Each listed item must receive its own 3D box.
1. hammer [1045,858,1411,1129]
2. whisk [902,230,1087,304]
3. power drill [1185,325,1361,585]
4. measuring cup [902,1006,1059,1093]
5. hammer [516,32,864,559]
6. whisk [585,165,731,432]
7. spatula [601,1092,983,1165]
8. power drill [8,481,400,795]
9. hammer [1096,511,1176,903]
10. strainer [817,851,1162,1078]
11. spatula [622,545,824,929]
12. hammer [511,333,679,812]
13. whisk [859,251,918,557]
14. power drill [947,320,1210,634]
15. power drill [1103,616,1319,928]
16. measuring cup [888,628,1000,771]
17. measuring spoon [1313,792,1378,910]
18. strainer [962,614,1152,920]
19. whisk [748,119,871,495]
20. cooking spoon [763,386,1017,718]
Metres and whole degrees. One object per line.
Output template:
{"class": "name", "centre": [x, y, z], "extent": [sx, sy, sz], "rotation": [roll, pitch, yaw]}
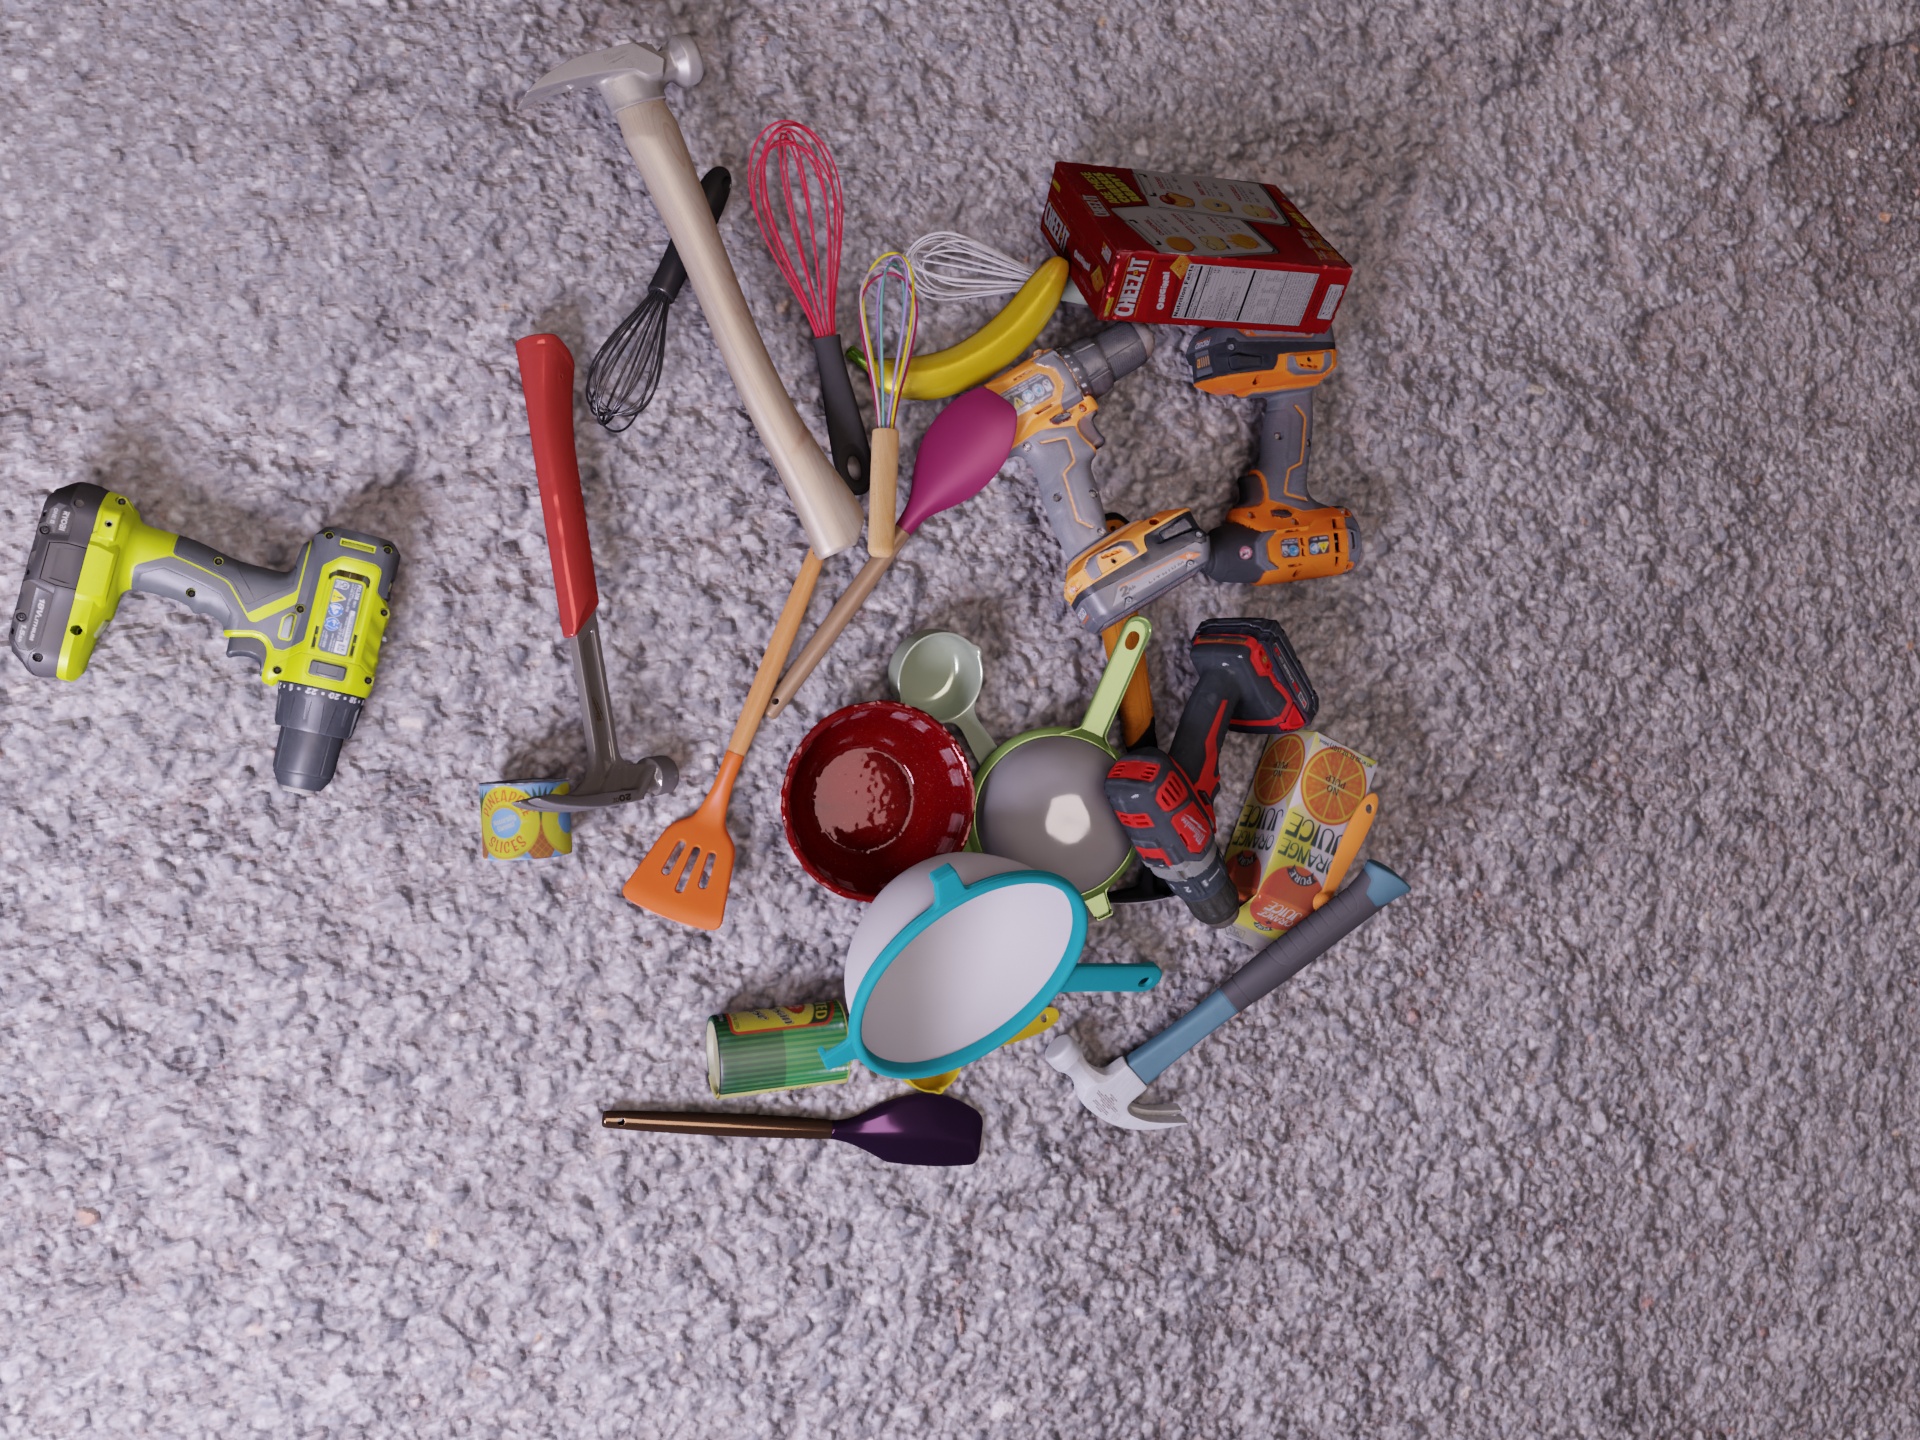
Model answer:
{"class": "hammer", "centre": [0.238, 0.228, 1.348], "extent": [0.331, 0.033, 0.128], "rotation": [-38, 107, 4]}
{"class": "whisk", "centre": [0.066, -0.372, 1.348], "extent": [0.246, 0.059, 0.057], "rotation": [3, 125, -23]}
{"class": "power drill", "centre": [0.261, -0.231, 1.393], "extent": [0.164, 0.084, 0.226], "rotation": [-9, 96, -19]}
{"class": "measuring cup", "centre": [0.013, 0.266, 1.332], "extent": [0.156, 0.029, 0.062], "rotation": [-12, 90, -31]}
{"class": "hammer", "centre": [-0.188, -0.313, 1.219], "extent": [0.146, 0.038, 0.410], "rotation": [-28, 98, -28]}
{"class": "whisk", "centre": [-0.231, -0.332, 1.242], "extent": [0.055, 0.055, 0.239], "rotation": [26, 76, -17]}
{"class": "spatula", "centre": [-0.129, 0.326, 1.280], "extent": [0.315, 0.018, 0.060], "rotation": [7, 86, -20]}
{"class": "power drill", "centre": [-0.527, -0.059, 1.118], "extent": [0.228, 0.080, 0.190], "rotation": [14, 84, -21]}
{"class": "hammer", "centre": [0.144, -0.010, 1.372], "extent": [0.127, 0.034, 0.337], "rotation": [-11, 93, -20]}
{"class": "strainer", "centre": [0.033, 0.181, 1.287], "extent": [0.340, 0.095, 0.211], "rotation": [10, 119, -45]}
{"class": "spatula", "centre": [-0.168, 0.003, 1.251], "extent": [0.081, 0.041, 0.322], "rotation": [22, 85, -2]}
{"class": "hammer", "centre": [-0.297, -0.111, 1.191], "extent": [0.149, 0.037, 0.359], "rotation": [-6, 86, -58]}
{"class": "whisk", "centre": [-0.061, -0.252, 1.267], "extent": [0.047, 0.051, 0.245], "rotation": [2, 87, 7]}
{"class": "power drill", "centre": [0.120, -0.209, 1.315], "extent": [0.185, 0.084, 0.226], "rotation": [-31, 85, -5]}
{"class": "power drill", "centre": [0.218, 0.044, 1.334], "extent": [0.227, 0.080, 0.187], "rotation": [-56, 129, -29]}
{"class": "measuring cup", "centre": [-0.002, -0.004, 1.326], "extent": [0.083, 0.038, 0.167], "rotation": [-38, 118, -12]}
{"class": "measuring spoon", "centre": [0.335, 0.114, 1.371], "extent": [0.021, 0.011, 0.117], "rotation": [32, 79, -21]}
{"class": "strainer", "centre": [0.103, 0.033, 1.300], "extent": [0.151, 0.069, 0.256], "rotation": [23, 92, -5]}
{"class": "whisk", "centre": [-0.111, -0.325, 1.269], "extent": [0.073, 0.073, 0.295], "rotation": [-16, 104, -19]}
{"class": "cooking spoon", "centre": [-0.061, -0.132, 1.278], "extent": [0.069, 0.017, 0.319], "rotation": [36, 90, 10]}
